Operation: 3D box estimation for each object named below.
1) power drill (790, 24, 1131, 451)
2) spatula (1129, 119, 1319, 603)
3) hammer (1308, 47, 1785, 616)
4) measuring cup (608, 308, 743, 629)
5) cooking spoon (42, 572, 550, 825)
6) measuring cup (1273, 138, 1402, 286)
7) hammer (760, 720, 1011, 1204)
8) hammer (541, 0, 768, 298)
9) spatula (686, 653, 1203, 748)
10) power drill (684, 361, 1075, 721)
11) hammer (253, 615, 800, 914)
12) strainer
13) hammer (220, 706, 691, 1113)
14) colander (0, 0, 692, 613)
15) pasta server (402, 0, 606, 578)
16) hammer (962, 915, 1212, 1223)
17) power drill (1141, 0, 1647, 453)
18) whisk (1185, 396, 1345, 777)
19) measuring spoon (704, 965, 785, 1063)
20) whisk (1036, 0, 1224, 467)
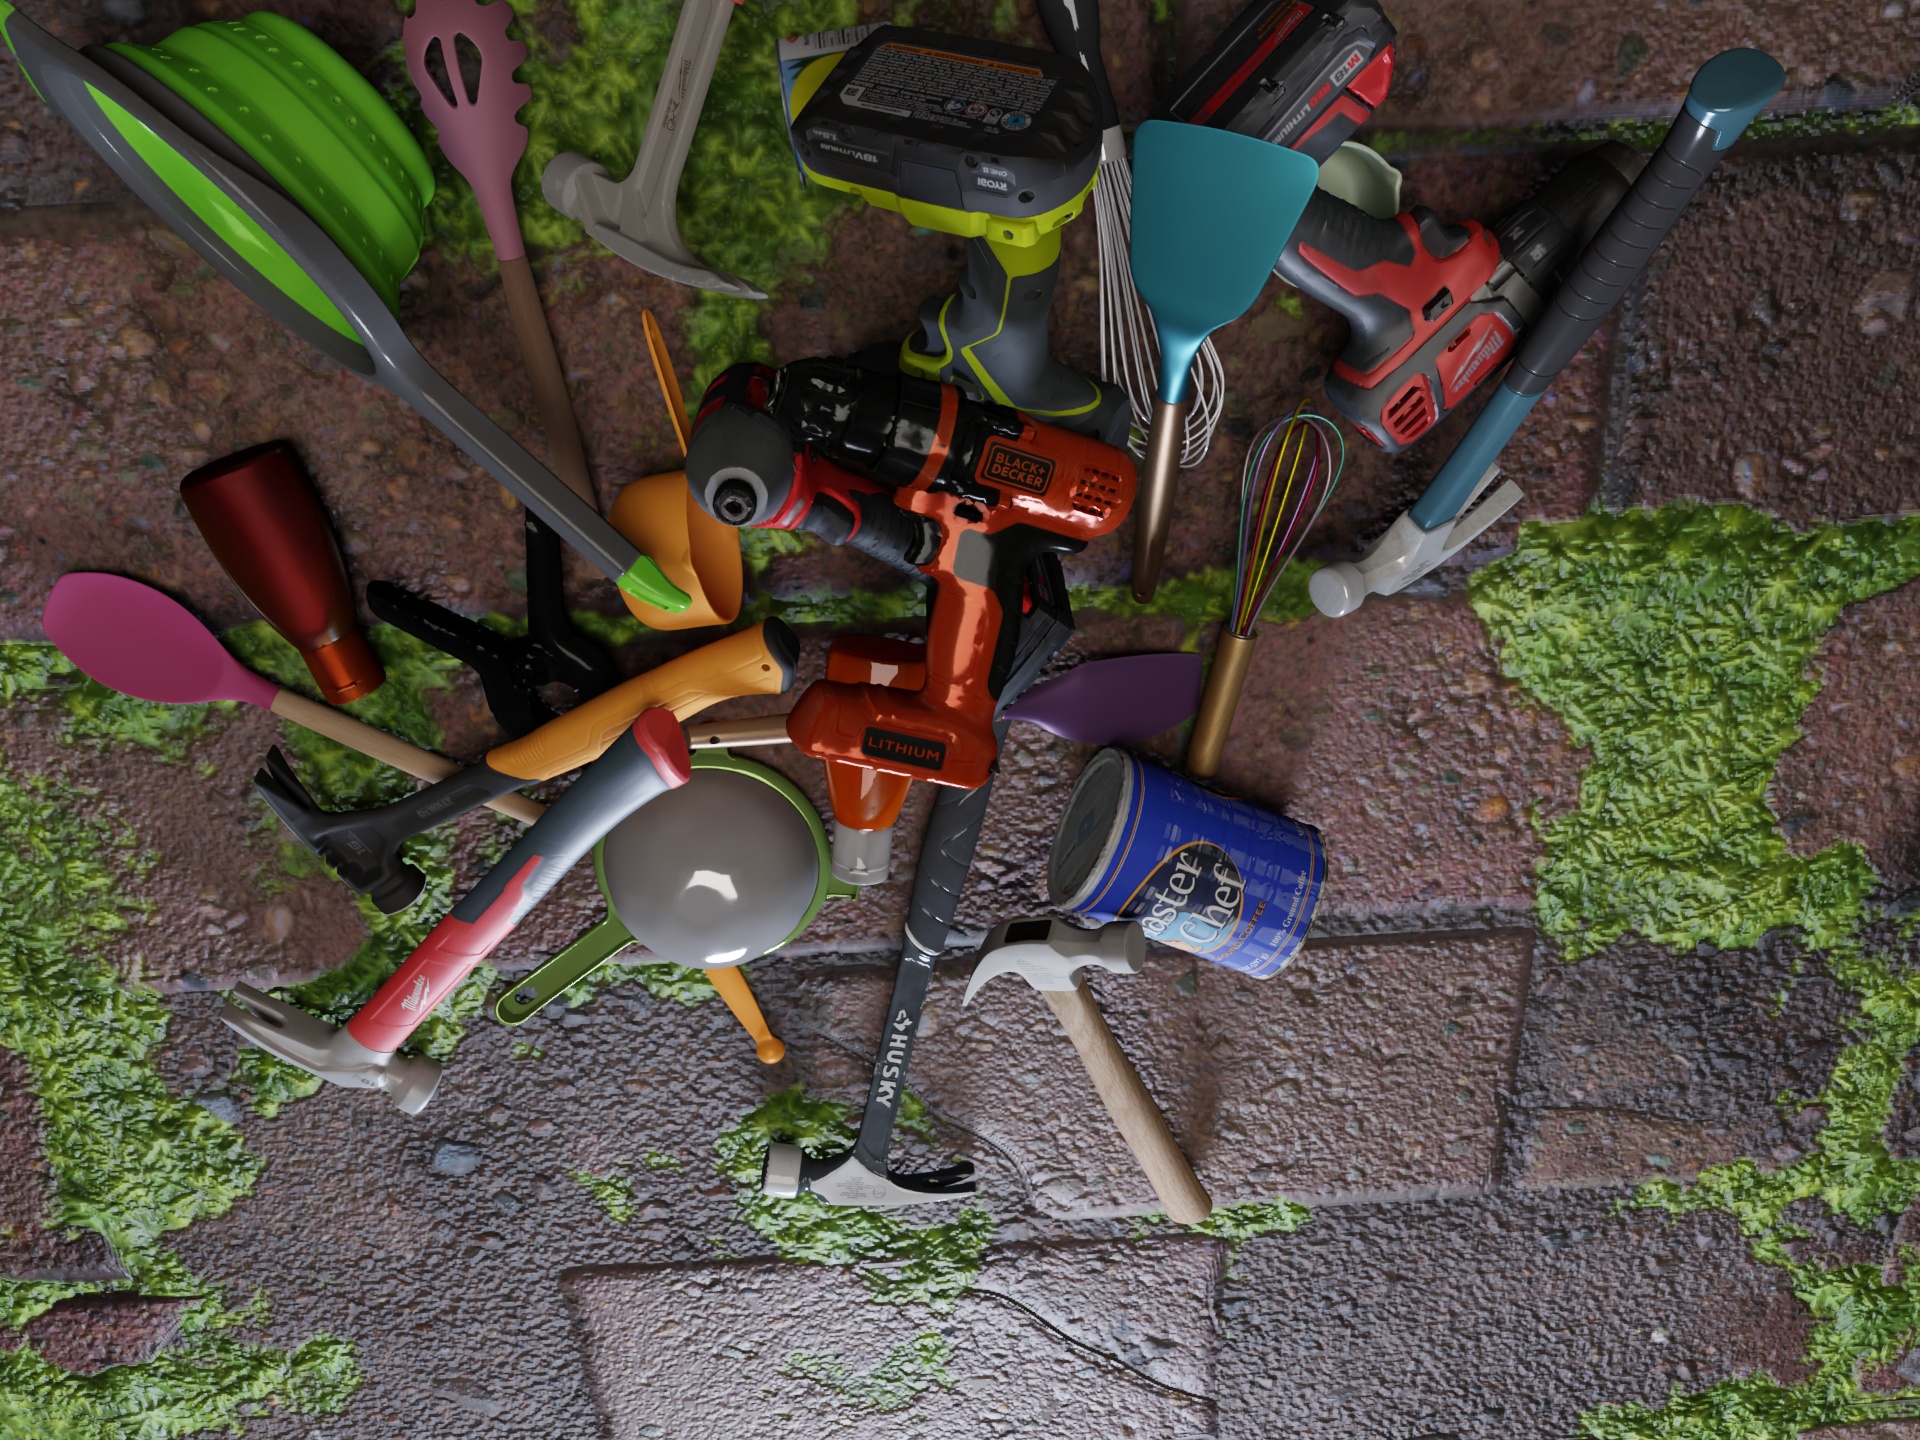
[{"bbox_3d":[-0.004,-0.213,0.780,0.171,0.080,0.223,17,149,17],"label":"power drill"},{"bbox_3d":[0.110,-0.158,0.811,0.082,0.044,0.317,16,152,9],"label":"spatula"},{"bbox_3d":[0.289,-0.179,0.795,0.128,0.033,0.330,-25,156,-31],"label":"hammer"},{"bbox_3d":[-0.168,-0.132,0.867,0.052,0.095,0.173,-10,106,11],"label":"measuring cup"},{"bbox_3d":[-0.385,-0.002,0.953,0.318,0.017,0.068,26,106,-14],"label":"cooking spoon"},{"bbox_3d":[0.207,-0.237,0.857,0.083,0.038,0.167,-31,125,6],"label":"measuring cup"},{"bbox_3d":[-0.023,0.160,1.040,0.149,0.036,0.408,10,115,-9],"label":"hammer"},{"bbox_3d":[-0.093,-0.384,0.735,0.149,0.036,0.359,34,111,30],"label":"hammer"},{"bbox_3d":[-0.001,-0.003,0.927,0.316,0.018,0.059,-5,118,-19],"label":"spatula"},{"bbox_3d":[-0.049,-0.098,0.853,0.219,0.143,0.078,33,114,-19],"label":"power drill"},{"bbox_3d":[-0.244,0.012,0.920,0.337,0.034,0.127,-22,124,18],"label":"hammer"},{"bbox_3d":[-0.198,0.130,0.993,0.256,0.069,0.151,-36,110,12],"label":"strainer"},{"bbox_3d":[-0.297,0.109,0.953,0.143,0.038,0.386,34,122,-23],"label":"hammer"},{"bbox_3d":[-0.264,-0.212,0.780,0.397,0.204,0.094,42,76,-14],"label":"colander"},{"bbox_3d":[-0.230,-0.222,0.849,0.060,0.040,0.316,-9,120,2],"label":"pasta server"},{"bbox_3d":[0.101,0.238,1.046,0.130,0.031,0.331,-3,134,28],"label":"hammer"},{"bbox_3d":[0.219,-0.259,0.778,0.188,0.080,0.226,-44,124,15],"label":"power drill"},{"bbox_3d":[0.172,-0.073,0.933,0.051,0.047,0.244,7,120,-7],"label":"whisk"},{"bbox_3d":[-0.149,0.186,1.059,0.021,0.011,0.116,-23,114,8],"label":"measuring spoon"},{"bbox_3d":[0.082,-0.266,0.827,0.070,0.070,0.284,-16,111,5],"label":"whisk"}]
